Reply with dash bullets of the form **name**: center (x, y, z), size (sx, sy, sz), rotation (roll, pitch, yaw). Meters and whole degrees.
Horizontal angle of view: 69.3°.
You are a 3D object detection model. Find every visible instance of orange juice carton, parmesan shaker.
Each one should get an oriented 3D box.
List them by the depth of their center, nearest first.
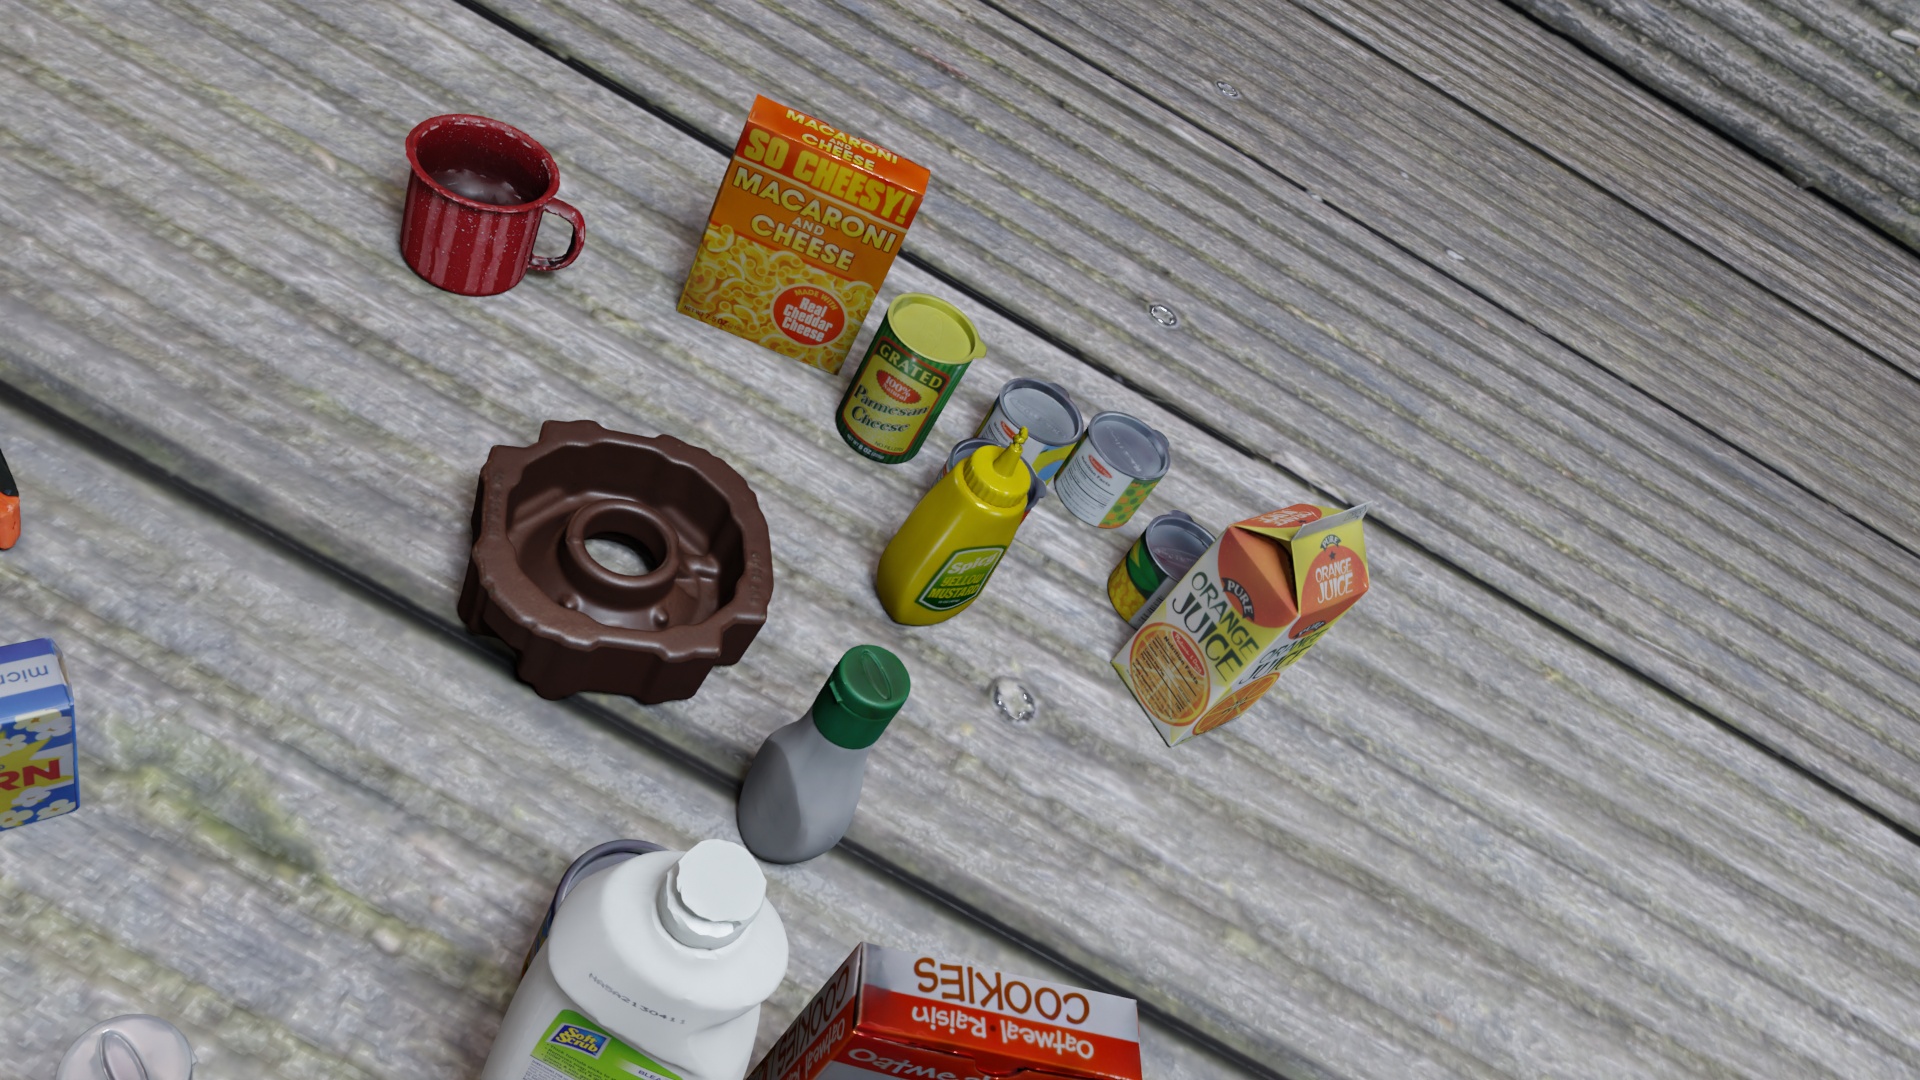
- **orange juice carton**: center (0.182, 0.043, 0.869), size (0.072, 0.191, 0.073), rotation (-14, 60, -39)
- **parmesan shaker**: center (-0.035, -0.107, 0.945), size (0.071, 0.102, 0.072), rotation (17, 45, -17)

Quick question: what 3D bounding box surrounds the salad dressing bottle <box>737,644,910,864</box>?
- **salad dressing bottle**: center (-0.069, 0.108, 0.693), size (0.044, 0.146, 0.064), rotation (-6, 55, -35)

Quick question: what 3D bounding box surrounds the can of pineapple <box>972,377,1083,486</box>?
- **can of pineapple**: center (0.048, -0.075, 0.998), size (0.071, 0.057, 0.071), rotation (17, 45, -17)

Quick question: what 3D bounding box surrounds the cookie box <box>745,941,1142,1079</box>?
- **cookie box**: center (-0.016, 0.235, 0.592), size (0.123, 0.166, 0.040), rotation (17, 45, -17)

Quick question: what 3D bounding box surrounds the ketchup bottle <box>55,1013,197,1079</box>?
- **ketchup bottle**: center (-0.284, 0.206, 0.473), size (0.044, 0.148, 0.065), rotation (-23, 66, -43)

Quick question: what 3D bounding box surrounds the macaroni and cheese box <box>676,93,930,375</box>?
- **macaroni and cheese box**: center (-0.109, -0.203, 0.943), size (0.124, 0.165, 0.040), rotation (21, 44, -13)

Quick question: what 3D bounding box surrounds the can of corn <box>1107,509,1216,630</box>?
- **can of corn**: center (0.144, 0.023, 0.964), size (0.071, 0.058, 0.071), rotation (17, 45, -17)

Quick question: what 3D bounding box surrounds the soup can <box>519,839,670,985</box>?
- **soup can**: center (-0.158, 0.183, 0.618), size (0.071, 0.083, 0.072), rotation (17, 45, -17)

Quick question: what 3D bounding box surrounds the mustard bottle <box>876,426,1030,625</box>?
- **mustard bottle**: center (0.003, -0.010, 0.836), size (0.065, 0.159, 0.049), rotation (-5, 55, -34)

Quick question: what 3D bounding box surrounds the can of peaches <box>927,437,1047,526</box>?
- **can of peaches**: center (0.014, -0.025, 0.932), size (0.071, 0.057, 0.071), rotation (17, 45, -17)

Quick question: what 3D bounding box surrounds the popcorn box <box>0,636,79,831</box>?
- **popcorn box**: center (-0.422, 0.090, 0.545), size (0.127, 0.084, 0.038), rotation (-14, 60, -39)

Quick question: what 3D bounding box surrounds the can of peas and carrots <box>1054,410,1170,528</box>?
- **can of peas and carrots**: center (0.112, -0.052, 1.015), size (0.071, 0.058, 0.071), rotation (17, 45, -17)
